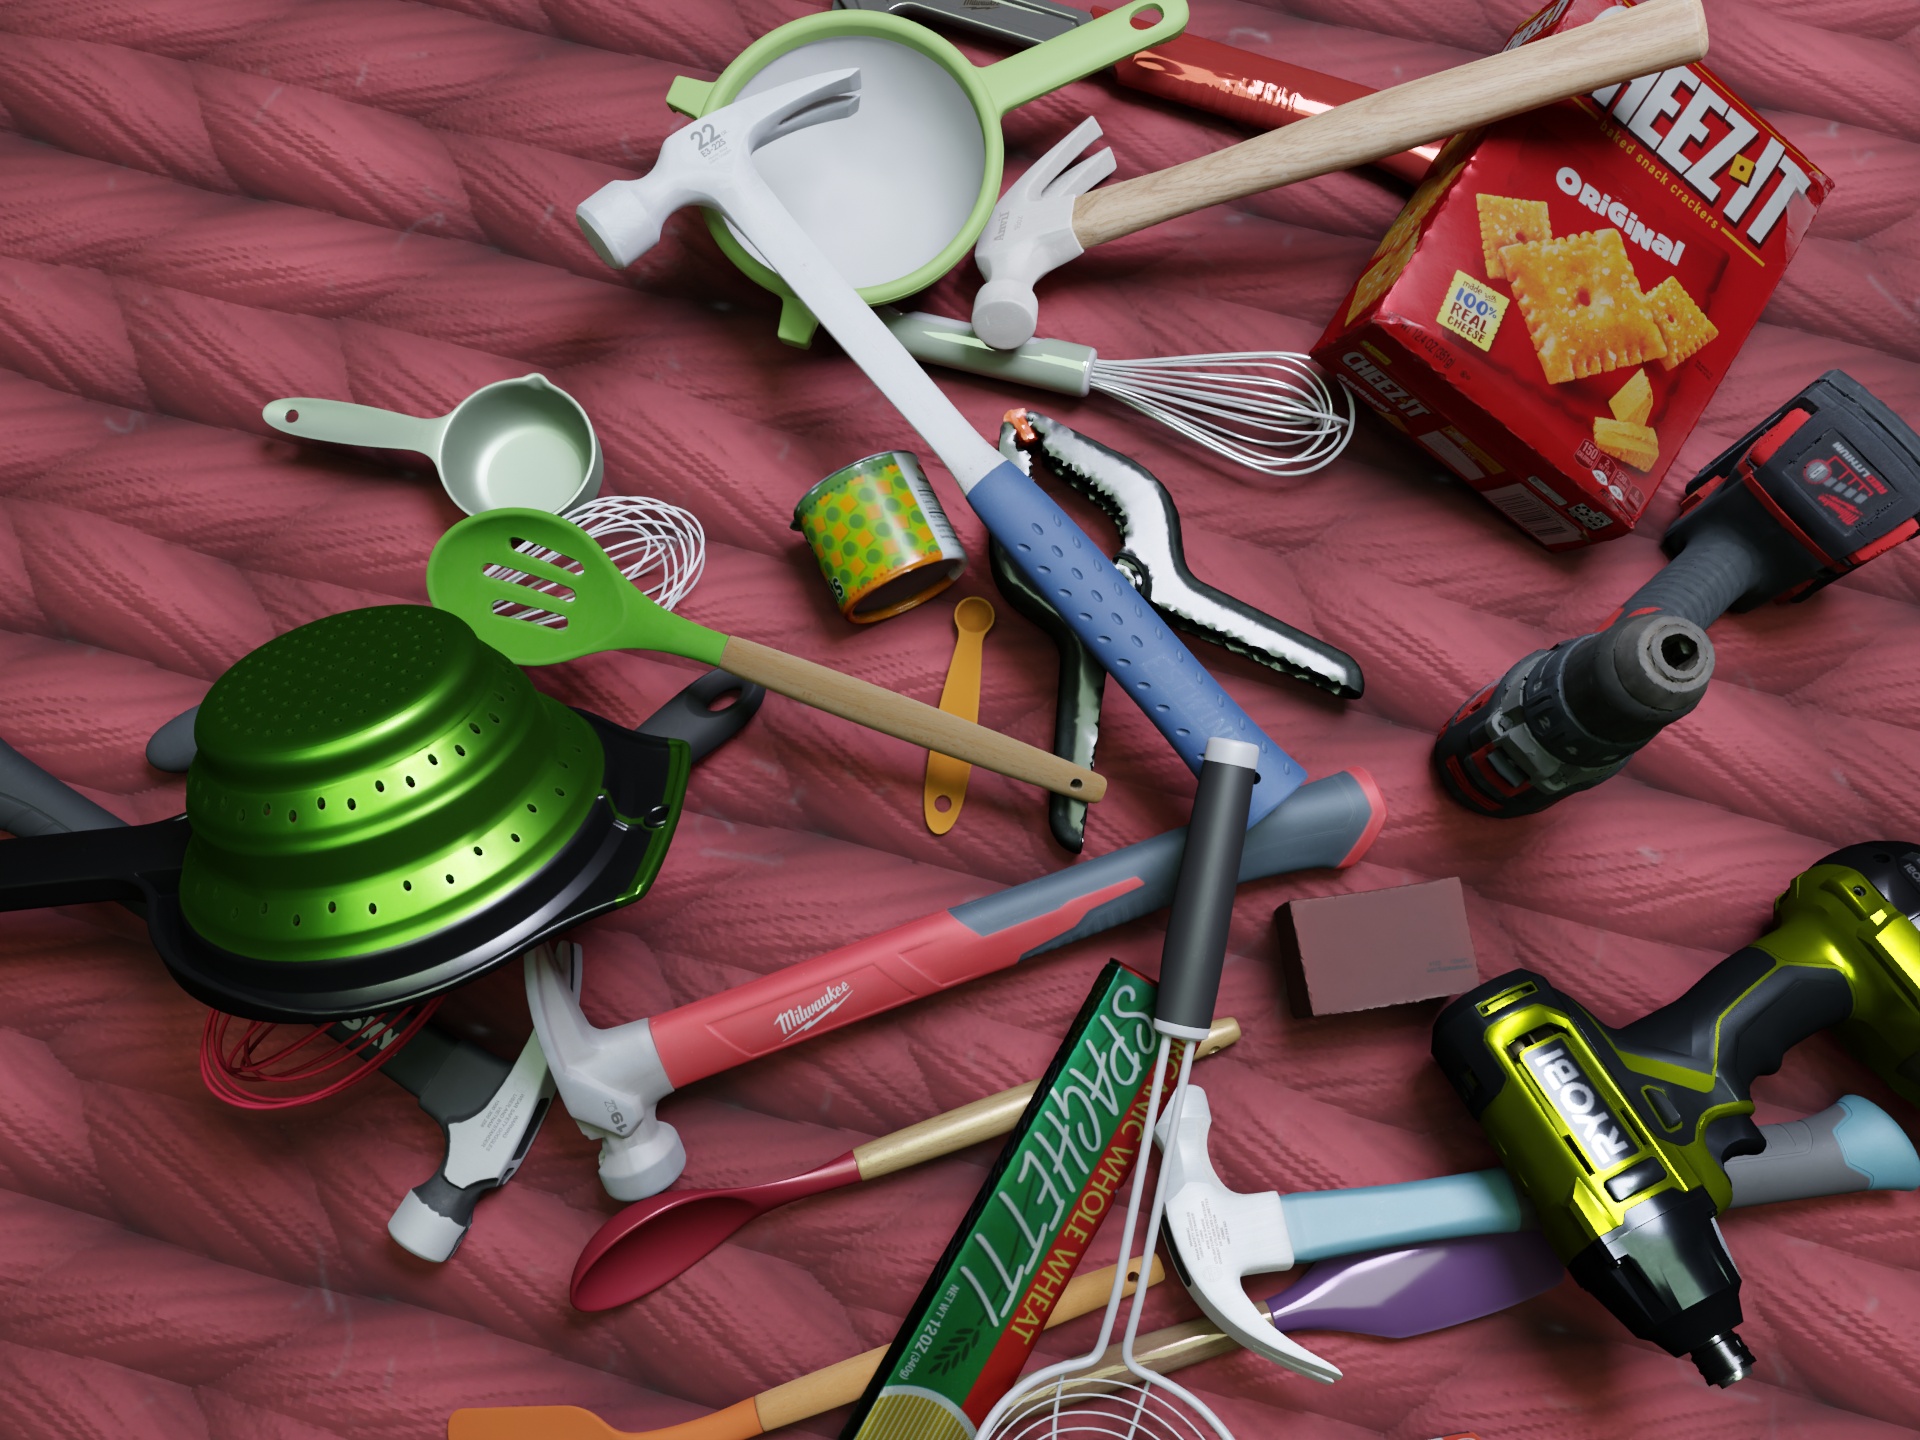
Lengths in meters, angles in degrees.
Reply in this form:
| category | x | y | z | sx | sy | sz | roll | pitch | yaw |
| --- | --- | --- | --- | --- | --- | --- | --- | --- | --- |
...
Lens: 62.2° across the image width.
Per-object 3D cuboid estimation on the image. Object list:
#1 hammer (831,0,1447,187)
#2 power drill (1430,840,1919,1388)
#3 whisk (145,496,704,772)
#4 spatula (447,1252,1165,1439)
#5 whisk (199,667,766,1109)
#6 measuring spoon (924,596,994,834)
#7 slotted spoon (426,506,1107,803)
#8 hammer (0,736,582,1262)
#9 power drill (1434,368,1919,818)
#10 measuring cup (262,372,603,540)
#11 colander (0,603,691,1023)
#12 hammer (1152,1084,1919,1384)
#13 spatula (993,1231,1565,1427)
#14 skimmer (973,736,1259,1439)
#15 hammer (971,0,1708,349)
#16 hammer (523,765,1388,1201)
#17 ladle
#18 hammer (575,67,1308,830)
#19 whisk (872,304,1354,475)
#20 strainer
| category | x | y | z | sx | sy | sz | roll | pitch | yaw |
| --- | --- | --- | --- | --- | --- | --- | --- | --- | --- |
| hammer | 0.113 | -0.348 | 0.826 | 0.359 | 0.036 | 0.149 | 19 | 78 | 5 |
| power drill | 0.337 | 0.156 | 0.664 | 0.223 | 0.080 | 0.171 | -22 | 59 | -10 |
| whisk | -0.253 | -0.034 | 0.752 | 0.284 | 0.070 | 0.070 | -23 | 78 | 1 |
| spatula | -0.064 | 0.292 | 0.695 | 0.322 | 0.041 | 0.081 | -17 | 79 | -7 |
| whisk | -0.198 | 0.062 | 0.699 | 0.073 | 0.073 | 0.296 | 46 | 63 | 9 |
| measuring spoon | -0.001 | -0.002 | 0.766 | 0.021 | 0.011 | 0.117 | 9 | 81 | 2 |
| slotted spoon | -0.082 | -0.020 | 0.712 | 0.313 | 0.031 | 0.070 | 20 | 101 | -5 |
| hammer | -0.331 | 0.095 | 0.733 | 0.335 | 0.035 | 0.146 | 31 | 80 | 7 |
| power drill | 0.317 | -0.051 | 0.685 | 0.227 | 0.187 | 0.080 | -39 | 81 | -11 |
| measuring cup | -0.257 | -0.133 | 0.782 | 0.167 | 0.038 | 0.083 | 10 | 78 | 5 |
| colander | -0.317 | 0.026 | 0.652 | 0.397 | 0.094 | 0.205 | -6 | 34 | 7 |
| hammer | 0.253 | 0.206 | 0.696 | 0.331 | 0.033 | 0.128 | -7 | 62 | -4 |
| spatula | 0.111 | 0.268 | 0.699 | 0.316 | 0.018 | 0.060 | -17 | 71 | -4 |
| skimmer | 0.085 | 0.187 | 0.625 | 0.127 | 0.090 | 0.363 | 11 | 88 | -9 |
| hammer | 0.161 | -0.264 | 0.731 | 0.331 | 0.031 | 0.130 | -11 | 48 | 23 |
| hammer | 0.005 | 0.083 | 0.707 | 0.386 | 0.038 | 0.143 | -19 | 110 | -7 |
| ladle | -0.021 | 0.189 | 0.706 | 0.315 | 0.069 | 0.031 | -18 | 54 | -9 |
| hammer | 0.010 | -0.120 | 0.711 | 0.144 | 0.035 | 0.405 | -39 | 84 | -10 |
| whisk | 0.071 | -0.170 | 0.783 | 0.246 | 0.058 | 0.059 | 14 | 108 | 8 |
| strainer | -0.006 | -0.289 | 0.792 | 0.256 | 0.069 | 0.151 | -26 | 82 | -2 |
